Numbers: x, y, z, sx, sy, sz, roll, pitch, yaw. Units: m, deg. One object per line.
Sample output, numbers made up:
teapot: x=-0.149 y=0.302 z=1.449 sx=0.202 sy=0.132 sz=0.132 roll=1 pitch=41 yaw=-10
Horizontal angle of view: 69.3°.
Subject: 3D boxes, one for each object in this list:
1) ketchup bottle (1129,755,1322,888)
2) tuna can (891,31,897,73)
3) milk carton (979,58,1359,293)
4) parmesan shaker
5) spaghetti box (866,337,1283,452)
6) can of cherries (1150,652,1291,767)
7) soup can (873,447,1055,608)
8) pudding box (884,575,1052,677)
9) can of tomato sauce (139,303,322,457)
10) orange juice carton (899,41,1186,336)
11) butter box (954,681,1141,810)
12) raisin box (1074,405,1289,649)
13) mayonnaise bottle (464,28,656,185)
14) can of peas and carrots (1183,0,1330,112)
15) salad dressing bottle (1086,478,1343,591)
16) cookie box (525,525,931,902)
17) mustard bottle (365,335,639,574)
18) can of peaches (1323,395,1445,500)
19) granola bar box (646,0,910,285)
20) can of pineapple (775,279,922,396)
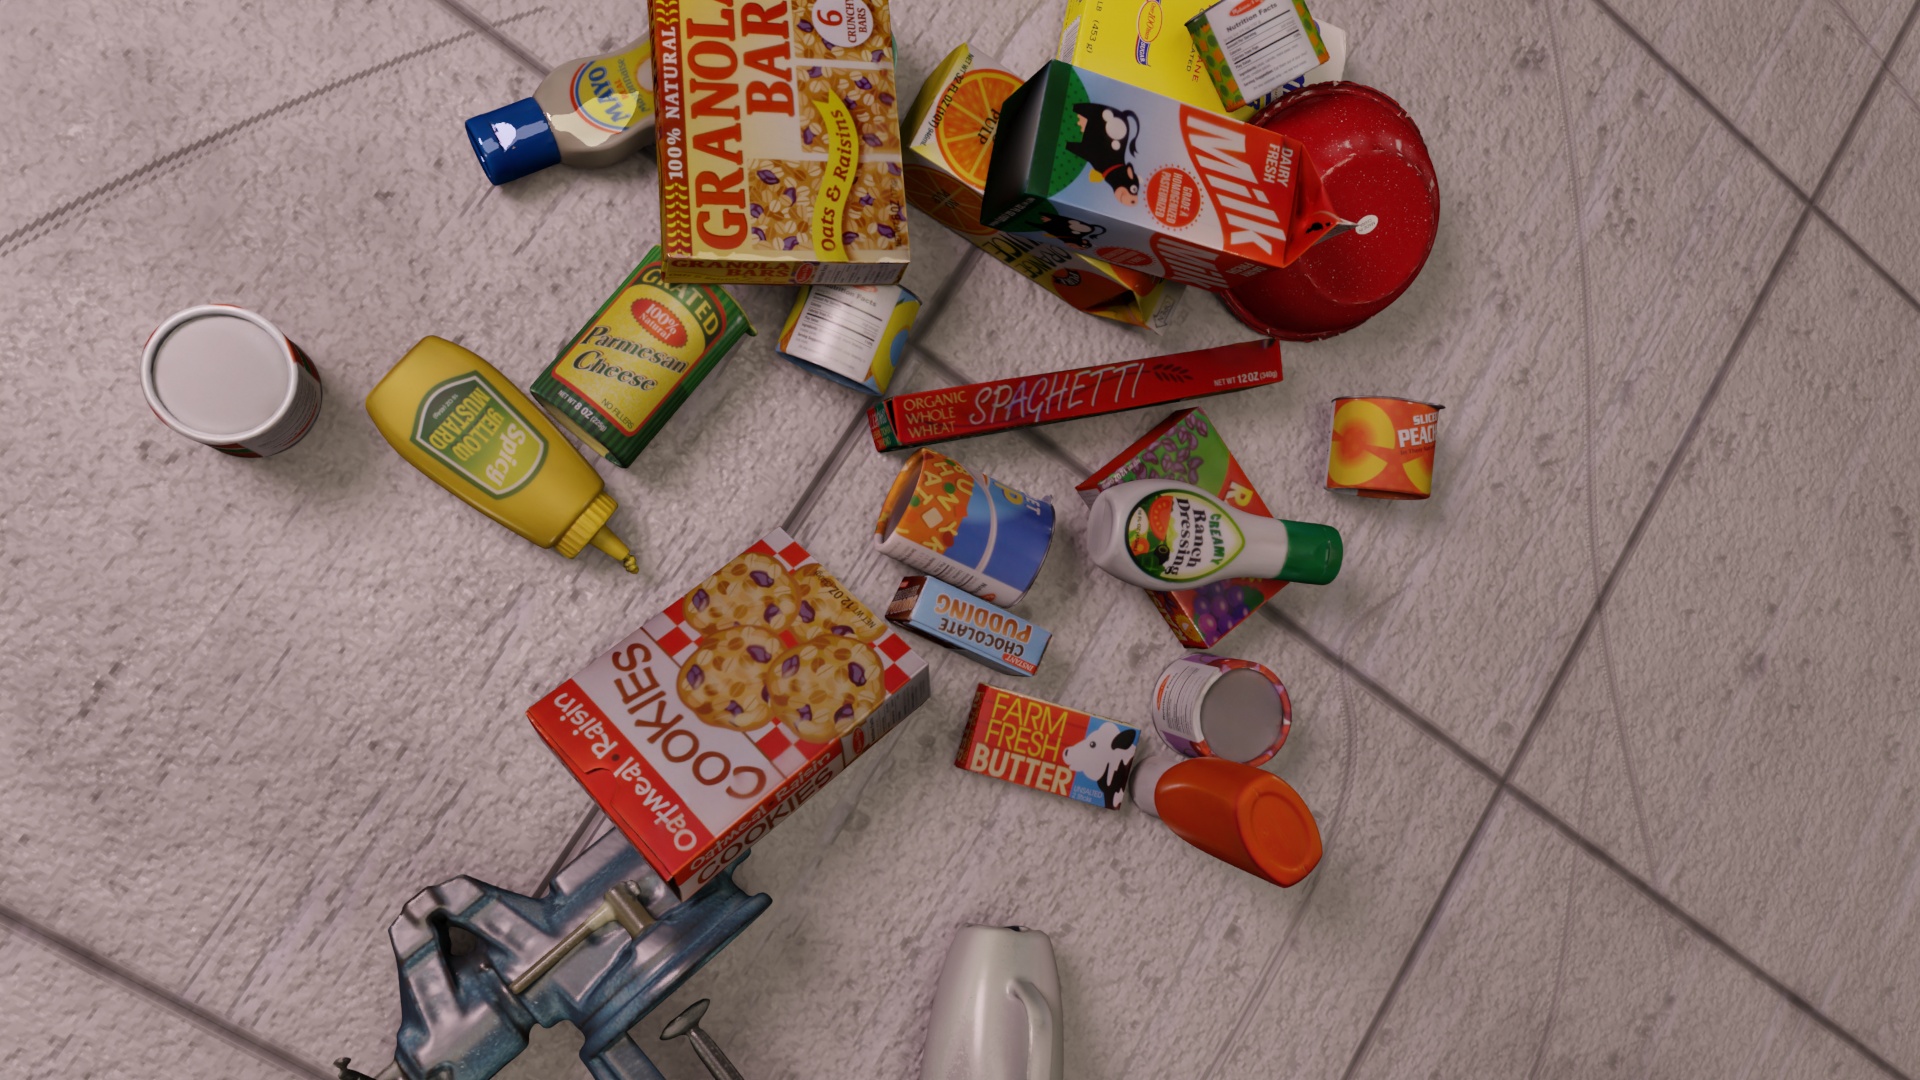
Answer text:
ketchup bottle: x=0.142 y=0.151 z=0.788 sx=0.043 sy=0.148 sz=0.064 roll=-35 pitch=100 yaw=-15
tuna can: x=-0.069 y=-0.275 z=0.790 sx=0.071 sy=0.033 sz=0.071 roll=0 pitch=89 yaw=-18
milk carton: x=0.115 y=-0.187 z=0.750 sx=0.191 sy=0.072 sz=0.073 roll=12 pitch=85 yaw=-19
parmesan shaker: x=-0.167 y=-0.095 z=0.736 sx=0.071 sy=0.071 sz=0.103 roll=40 pitch=78 yaw=-13
spaghetti box: x=0.070 y=-0.087 z=0.822 sx=0.251 sy=0.050 sz=0.028 roll=-11 pitch=92 yaw=-17
can of cherries: x=0.160 y=0.103 z=0.842 sx=0.071 sy=0.058 sz=0.071 roll=0 pitch=89 yaw=-17
soup can: x=0.003 y=-0.010 z=0.790 sx=0.084 sy=0.071 sz=0.071 roll=25 pitch=82 yaw=-16
pudding box: x=0.004 y=0.050 z=0.797 sx=0.084 sy=0.049 sz=0.030 roll=25 pitch=80 yaw=-16
can of tomato sauce: x=-0.350 y=-0.076 z=0.668 sx=0.071 sy=0.083 sz=0.071 roll=0 pitch=89 yaw=-18
orange juice carton: x=0.055 y=-0.197 z=0.807 sx=0.192 sy=0.073 sz=0.072 roll=29 pitch=80 yaw=-16
butter box: x=0.052 y=0.122 z=0.825 sx=0.103 sy=0.024 sz=0.053 roll=17 pitch=83 yaw=-17
raisin box: x=0.141 y=-0.007 z=0.848 sx=0.086 sy=0.040 sz=0.123 roll=-38 pitch=99 yaw=-15
mayonnaise bottle: x=-0.188 y=-0.233 z=0.746 sx=0.148 sy=0.041 sz=0.064 roll=-27 pitch=93 yaw=-17
can of peas and carrots: x=0.172 y=-0.289 z=0.805 sx=0.071 sy=0.071 sz=0.058 roll=-31 pitch=101 yaw=-16
salad dressing bottle: x=0.149 y=0.001 z=0.806 sx=0.148 sy=0.044 sz=0.064 roll=6 pitch=89 yaw=-17
cookie box: x=-0.118 y=0.084 z=0.717 sx=0.168 sy=0.040 sz=0.123 roll=-38 pitch=63 yaw=-24
mustard bottle: x=-0.229 y=-0.037 z=0.725 sx=0.160 sy=0.049 sz=0.065 roll=40 pitch=79 yaw=-13
can of peaches: x=0.266 y=-0.057 z=0.873 sx=0.071 sy=0.071 sz=0.058 roll=8 pitch=88 yaw=-18
granola bar box: x=-0.095 y=-0.215 z=0.720 sx=0.124 sy=0.039 sz=0.166 roll=-2 pitch=78 yaw=-16
can of pineapple: x=-0.062 y=-0.118 z=0.771 sx=0.071 sy=0.071 sz=0.058 roll=23 pitch=89 yaw=-16
